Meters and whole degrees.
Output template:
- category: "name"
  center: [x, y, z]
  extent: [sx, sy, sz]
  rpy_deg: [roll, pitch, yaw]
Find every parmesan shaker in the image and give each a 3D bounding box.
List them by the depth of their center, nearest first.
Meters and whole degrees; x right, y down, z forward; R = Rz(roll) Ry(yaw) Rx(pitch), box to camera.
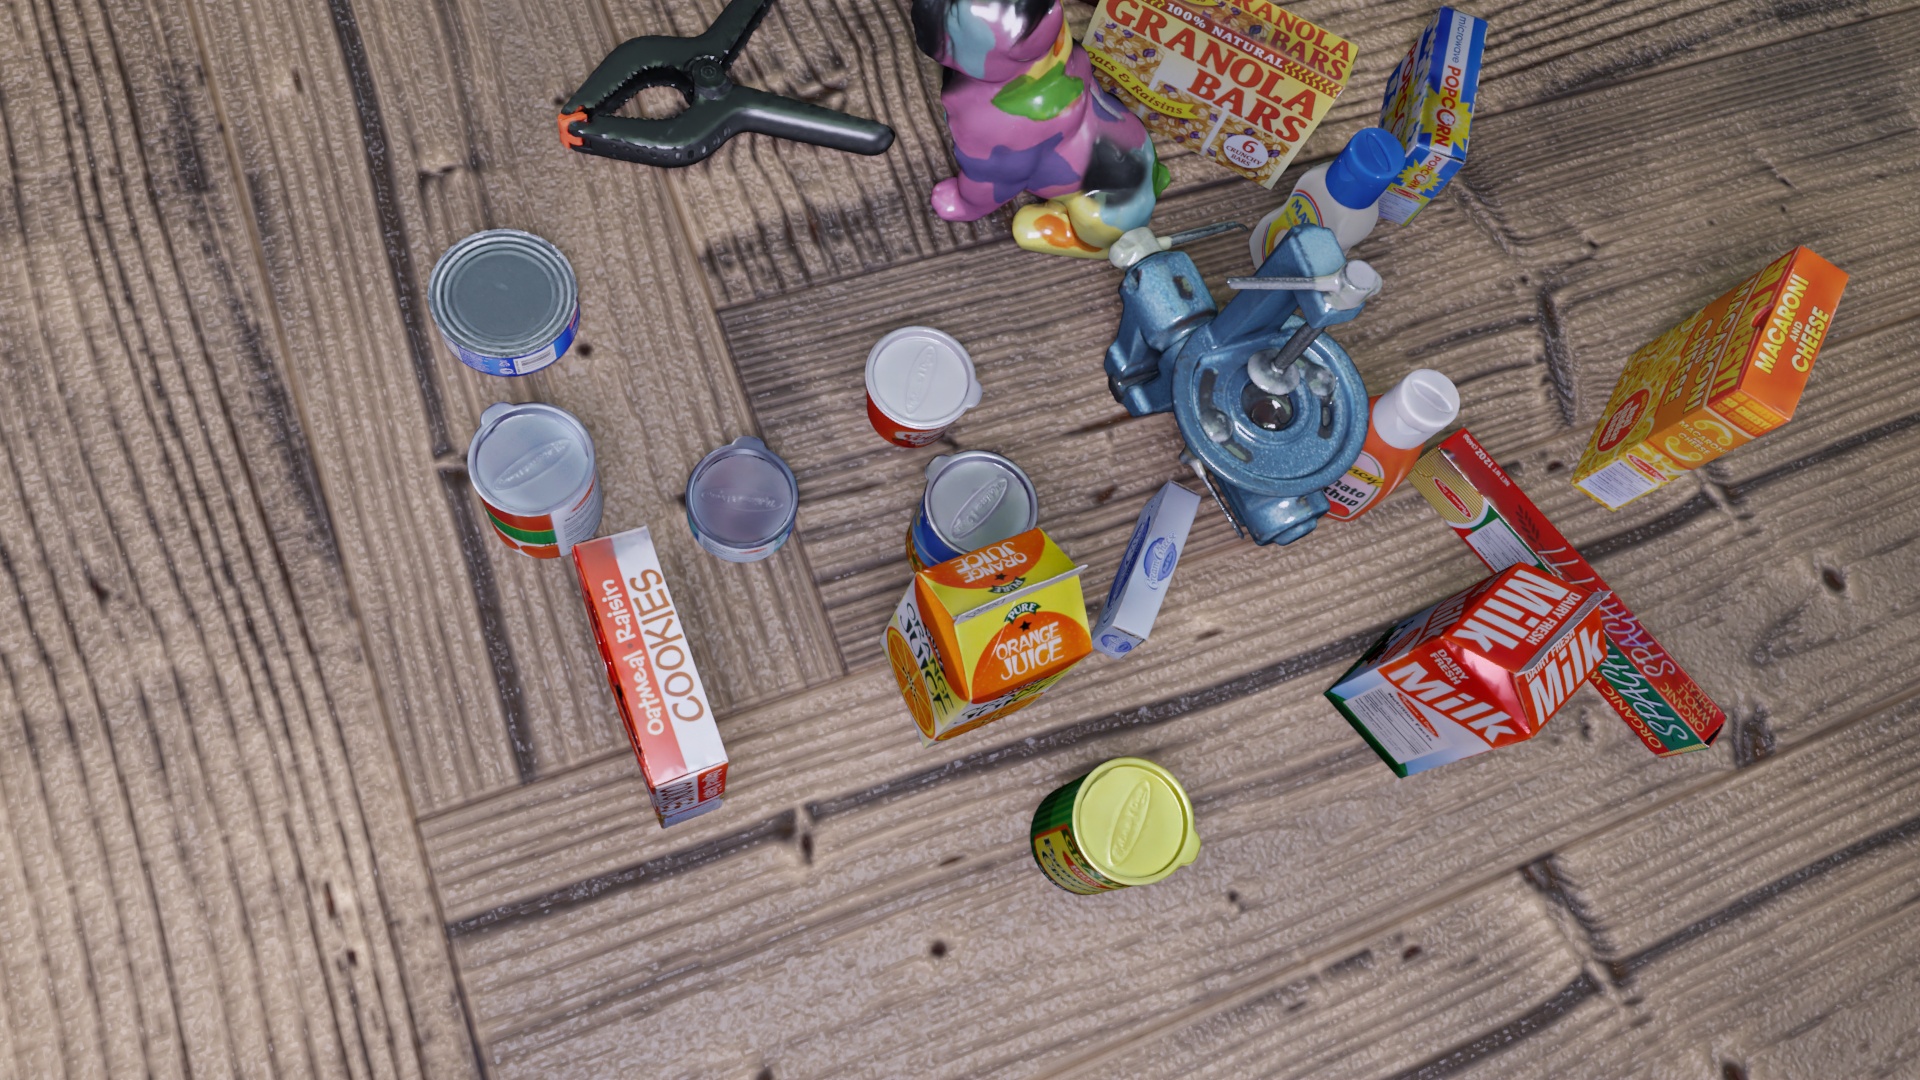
- category: "parmesan shaker"
  center: [0.084, 0.163, 0.772]
  extent: [0.071, 0.102, 0.071]
  rpy_deg: [3, 72, -10]

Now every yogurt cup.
- category: "yogurt cup"
  center: [-0.028, -0.092, 0.862]
  extent: [0.072, 0.053, 0.072]
  rpy_deg: [3, 71, -10]

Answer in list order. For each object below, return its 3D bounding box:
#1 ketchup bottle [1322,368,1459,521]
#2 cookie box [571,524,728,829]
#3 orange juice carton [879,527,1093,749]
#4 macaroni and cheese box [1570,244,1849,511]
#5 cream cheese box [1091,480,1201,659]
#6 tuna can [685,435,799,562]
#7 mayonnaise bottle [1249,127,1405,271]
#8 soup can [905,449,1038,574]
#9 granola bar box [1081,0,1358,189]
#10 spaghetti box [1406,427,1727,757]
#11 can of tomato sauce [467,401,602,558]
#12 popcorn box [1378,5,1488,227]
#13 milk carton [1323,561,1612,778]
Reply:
- category: "ketchup bottle"
  center: [0.254, -0.060, 0.856]
  extent: [0.065, 0.148, 0.044]
  rpy_deg: [35, 69, 2]
- category: "cookie box"
  center: [-0.160, 0.077, 0.719]
  extent: [0.040, 0.167, 0.123]
  rpy_deg: [-19, 77, -16]
- category: "orange juice carton"
  center: [0.013, 0.052, 0.748]
  extent: [0.072, 0.192, 0.073]
  rpy_deg: [-20, 77, -16]
- category: "macaroni and cheese box"
  center: [0.482, -0.101, 0.905]
  extent: [0.040, 0.166, 0.124]
  rpy_deg: [33, 69, 1]
- category: "cream cheese box"
  center: [0.113, 0.019, 0.853]
  extent: [0.024, 0.053, 0.104]
  rpy_deg: [25, 69, -2]
- category: "tuna can"
  center: [-0.130, -0.024, 0.831]
  extent: [0.071, 0.032, 0.071]
  rpy_deg: [3, 71, -10]
- category: "mayonnaise bottle"
  center: [0.238, -0.212, 0.904]
  extent: [0.041, 0.147, 0.065]
  rpy_deg: [-20, 77, -16]
- category: "soup can"
  center: [0.003, -0.010, 0.825]
  extent: [0.071, 0.083, 0.071]
  rpy_deg: [3, 71, -10]
- category: "granola bar box"
  center: [0.166, -0.320, 0.940]
  extent: [0.165, 0.123, 0.039]
  rpy_deg: [26, 69, -2]
- category: "spaghetti box"
  center: [0.391, 0.034, 0.904]
  extent: [0.029, 0.050, 0.250]
  rpy_deg: [-37, 82, -19]
- category: "can of tomato sauce"
  center: [-0.240, -0.033, 0.785]
  extent: [0.071, 0.082, 0.071]
  rpy_deg: [3, 71, -10]
- category: "popcorn box"
  center: [0.329, -0.300, 0.986]
  extent: [0.038, 0.085, 0.127]
  rpy_deg: [18, 69, -5]
- category: "milk carton"
  center: [0.294, 0.074, 0.797]
  extent: [0.072, 0.190, 0.073]
  rpy_deg: [-38, 83, -20]
